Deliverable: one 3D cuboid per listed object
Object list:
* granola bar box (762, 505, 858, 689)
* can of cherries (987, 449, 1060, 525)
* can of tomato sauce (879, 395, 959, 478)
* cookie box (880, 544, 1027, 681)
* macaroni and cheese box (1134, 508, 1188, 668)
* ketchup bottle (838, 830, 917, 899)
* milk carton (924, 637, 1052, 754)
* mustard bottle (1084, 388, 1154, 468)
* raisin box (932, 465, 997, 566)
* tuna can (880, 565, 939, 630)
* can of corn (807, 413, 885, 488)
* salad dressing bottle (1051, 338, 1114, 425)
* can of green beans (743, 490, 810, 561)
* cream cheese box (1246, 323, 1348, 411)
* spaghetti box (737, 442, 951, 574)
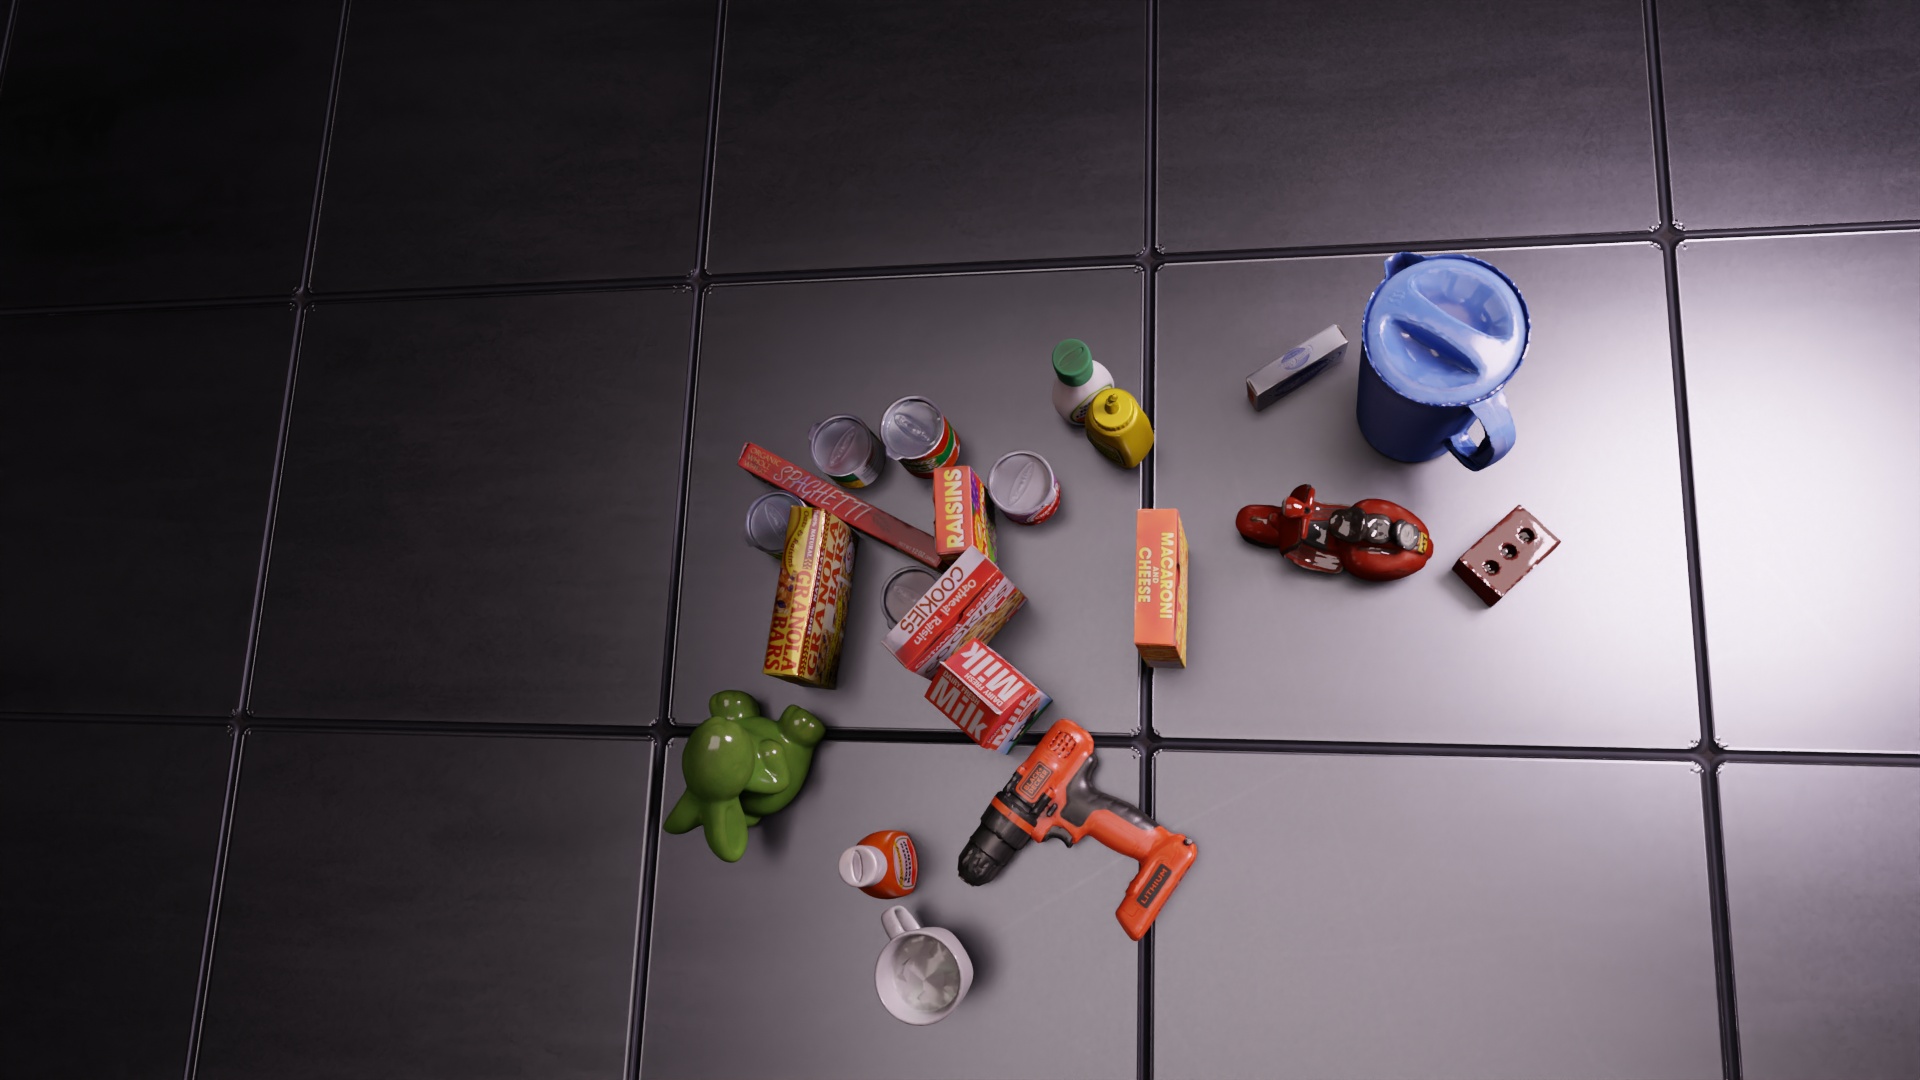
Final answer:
[{"bbox_3d":[-0.145,0.059,1.377,0.039,0.124,0.166,6,79,13],"label":"granola bar box"},{"bbox_3d":[0.066,-0.050,1.393,0.071,0.058,0.071,-2,77,11],"label":"can of cherries"},{"bbox_3d":[-0.041,-0.102,1.414,0.071,0.083,0.071,-2,77,11],"label":"can of tomato sauce"},{"bbox_3d":[-0.002,0.076,1.321,0.040,0.167,0.123,42,89,17],"label":"cookie box"},{"bbox_3d":[0.188,0.047,1.290,0.040,0.166,0.124,0,78,12],"label":"macaroni and cheese box"},{"bbox_3d":[-0.077,0.303,1.295,0.043,0.148,0.065,-10,76,10],"label":"ketchup bottle"},{"bbox_3d":[0.025,0.145,1.288,0.072,0.190,0.073,40,88,17],"label":"milk carton"},{"bbox_3d":[0.149,-0.114,1.337,0.065,0.160,0.049,36,87,16],"label":"mustard bottle"},{"bbox_3d":[0.005,-0.017,1.364,0.040,0.123,0.086,-4,77,11],"label":"raisin box"},{"bbox_3d":[-0.047,0.063,1.404,0.071,0.033,0.071,-2,77,11],"label":"tuna can"},{"bbox_3d":[-0.118,-0.093,1.441,0.071,0.058,0.071,-2,77,11],"label":"can of corn"},{"bbox_3d":[0.116,-0.156,1.360,0.064,0.147,0.044,-37,73,2],"label":"salad dressing bottle"},{"bbox_3d":[-0.182,-0.013,1.436,0.071,0.057,0.071,-2,77,11],"label":"can of green beans"},{"bbox_3d":[0.331,-0.170,1.369,0.104,0.053,0.024,-31,74,3],"label":"cream cheese box"},{"bbox_3d":[-0.118,-0.033,1.431,0.250,0.050,0.029,27,85,16],"label":"spaghetti box"}]
